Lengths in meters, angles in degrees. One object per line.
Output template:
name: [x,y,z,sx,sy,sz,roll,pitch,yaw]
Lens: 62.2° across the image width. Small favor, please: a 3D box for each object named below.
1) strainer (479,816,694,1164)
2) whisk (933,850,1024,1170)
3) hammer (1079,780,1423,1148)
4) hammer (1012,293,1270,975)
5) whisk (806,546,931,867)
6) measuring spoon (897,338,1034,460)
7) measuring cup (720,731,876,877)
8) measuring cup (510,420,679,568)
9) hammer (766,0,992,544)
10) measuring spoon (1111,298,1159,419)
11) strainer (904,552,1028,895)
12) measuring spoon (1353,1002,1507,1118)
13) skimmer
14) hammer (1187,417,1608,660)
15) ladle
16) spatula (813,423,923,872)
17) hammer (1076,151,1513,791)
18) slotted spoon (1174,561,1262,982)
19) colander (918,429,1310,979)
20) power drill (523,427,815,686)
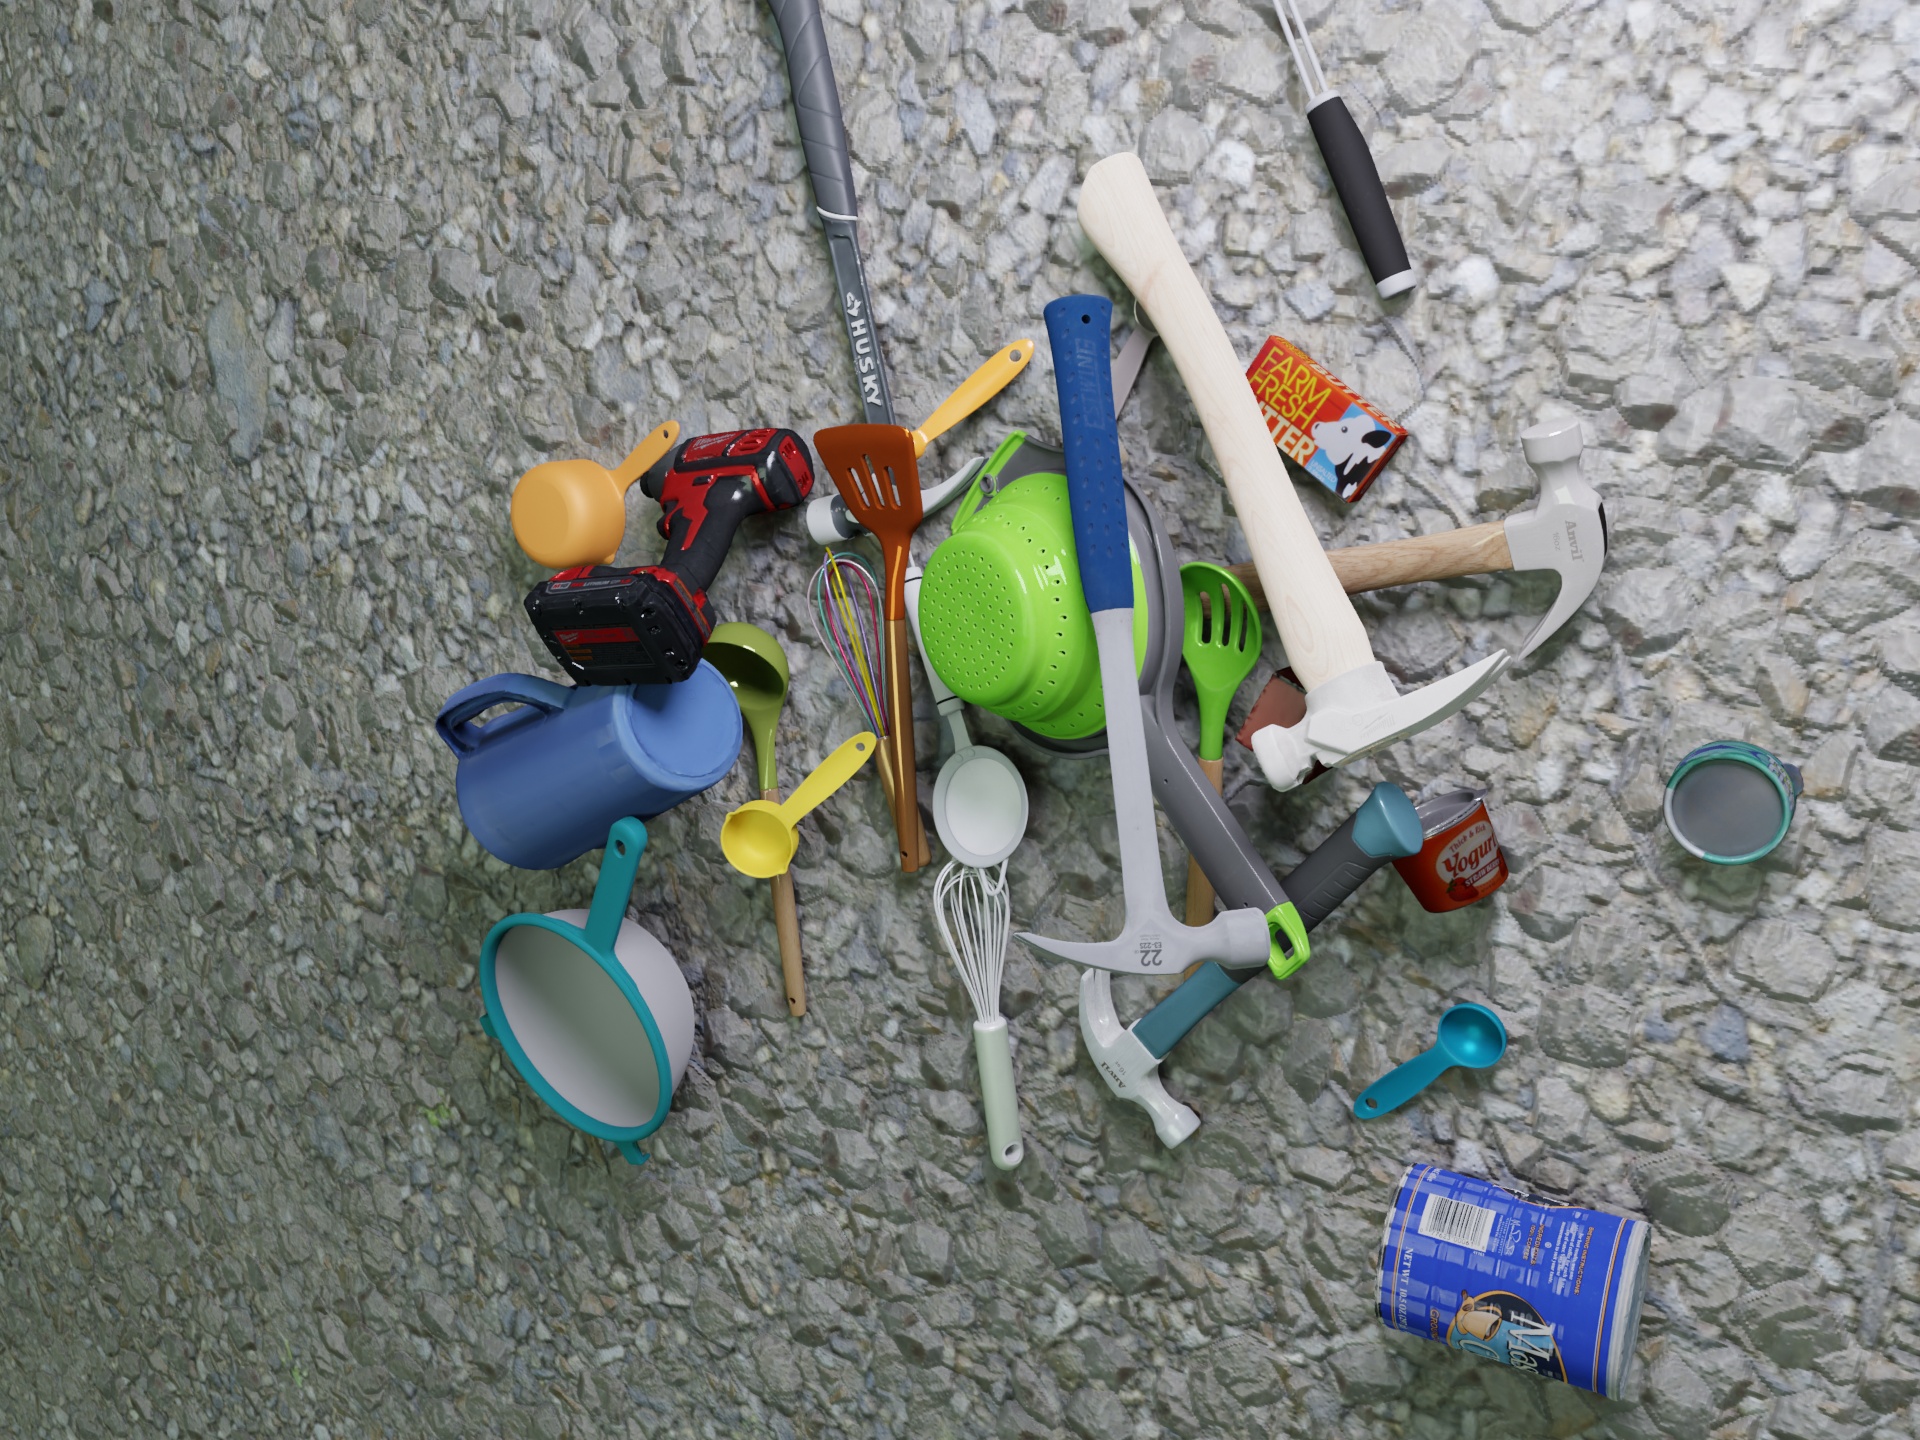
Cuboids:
strainer: [-0.270,0.187,1.272,0.211,0.095,0.340,36,129,17]
whisk: [0.020,0.214,1.163,0.059,0.057,0.246,14,114,64]
hammer: [0.182,0.151,1.017,0.128,0.033,0.331,48,133,13]
hammer: [0.084,-0.053,0.934,0.144,0.035,0.406,-5,81,-4]
whisk: [-0.062,-0.010,1.169,0.047,0.051,0.245,-7,101,52]
measuring spoon: [0.003,-0.216,1.066,0.117,0.011,0.021,-39,85,10]
measuring cup: [-0.115,0.056,1.181,0.156,0.029,0.062,-42,96,20]
measuring cup: [-0.290,-0.184,1.255,0.173,0.052,0.095,-34,82,33]
hammer: [-0.079,-0.336,1.111,0.149,0.036,0.409,-9,95,30]
measuring spoon: [0.111,-0.229,1.035,0.034,0.018,0.124,42,125,23]
strainer: [-0.002,-0.004,1.131,0.087,0.050,0.258,-23,82,37]
measuring spoon: [0.298,0.219,1.016,0.042,0.021,0.128,50,129,12]
skimmer: [0.165,-0.408,0.920,0.127,0.090,0.363,-20,92,64]
hammer: [0.223,-0.087,0.973,0.331,0.031,0.130,-8,112,36]
ladle: [-0.152,0.081,1.228,0.078,0.062,0.320,0,102,29]
spatula: [-0.050,-0.046,1.120,0.081,0.041,0.322,4,103,30]
hammer: [0.172,-0.172,0.939,0.146,0.038,0.411,-27,70,19]
slotted spoon: [0.159,0.046,1.030,0.070,0.031,0.313,19,119,38]
colander: [0.078,-0.005,0.992,0.397,0.094,0.204,59,137,22]
power drill: [-0.207,-0.126,1.135,0.143,0.220,0.078,-1,134,30]
